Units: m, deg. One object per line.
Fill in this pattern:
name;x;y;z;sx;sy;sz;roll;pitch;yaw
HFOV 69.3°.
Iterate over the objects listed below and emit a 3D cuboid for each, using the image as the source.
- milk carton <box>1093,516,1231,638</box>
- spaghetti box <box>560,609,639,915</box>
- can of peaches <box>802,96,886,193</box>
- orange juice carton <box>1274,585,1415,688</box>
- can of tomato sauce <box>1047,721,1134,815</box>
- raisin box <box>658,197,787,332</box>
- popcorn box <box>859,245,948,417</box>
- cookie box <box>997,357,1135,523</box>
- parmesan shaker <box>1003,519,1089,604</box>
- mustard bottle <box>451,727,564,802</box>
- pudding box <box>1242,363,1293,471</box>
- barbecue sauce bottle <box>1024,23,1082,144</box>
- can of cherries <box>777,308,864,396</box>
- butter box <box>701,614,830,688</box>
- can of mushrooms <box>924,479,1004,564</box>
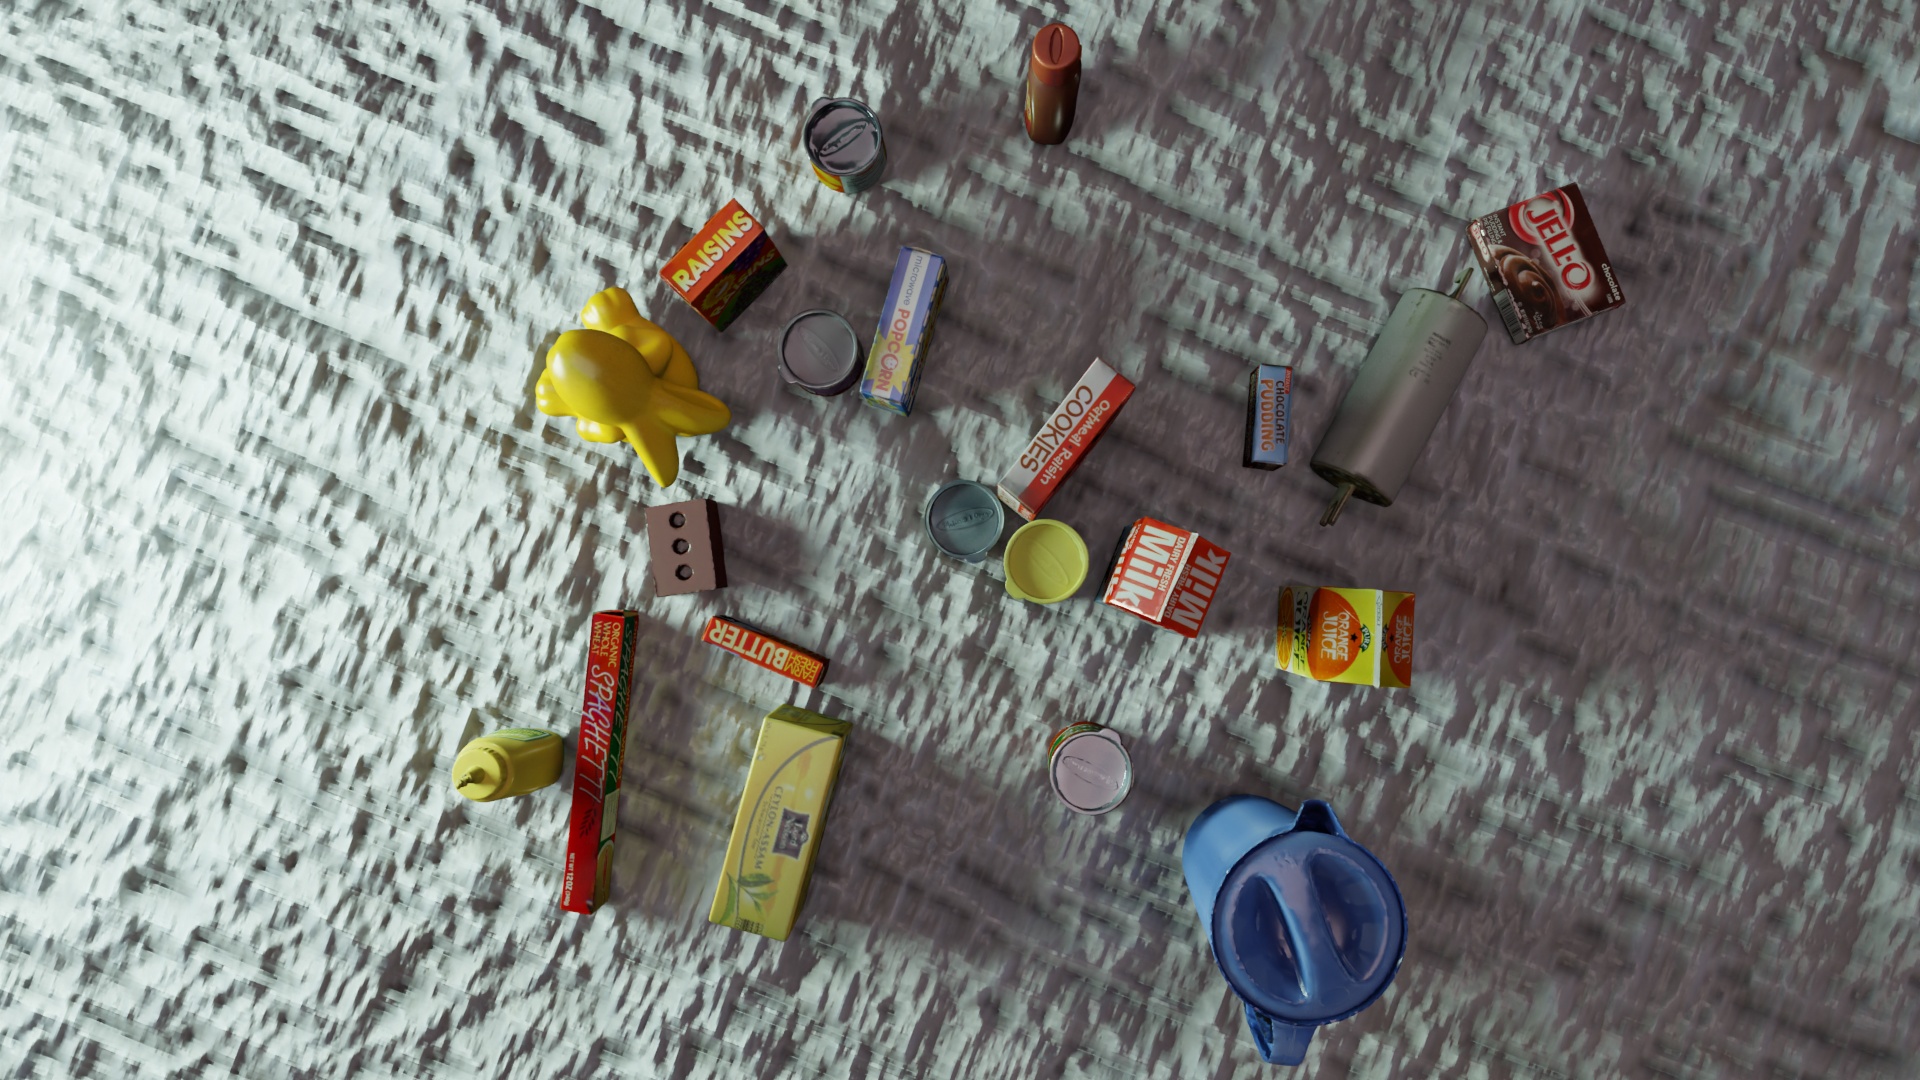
milk carton;0.157;0.030;1.085;0.073;0.190;0.072;23;89;2
spaghetti box;-0.300;0.181;1.158;0.029;0.050;0.250;6;88;1
can of peaches;-0.098;-0.334;1.171;0.071;0.058;0.071;0;88;1
orange juice carton;0.300;0.073;1.080;0.073;0.192;0.072;4;88;1
can of tomato sauce;0.105;0.182;1.134;0.071;0.083;0.071;0;88;1
raisin box;-0.192;-0.223;1.136;0.086;0.123;0.040;-45;88;0
popcorn box;-0.045;-0.171;1.150;0.038;0.085;0.126;16;88;2
cookie box;0.081;-0.074;1.102;0.040;0.167;0.123;38;89;2
parmesan shaker;0.066;0.019;1.131;0.071;0.103;0.071;0;88;1
mustard bottle;-0.365;0.179;1.105;0.065;0.160;0.049;3;88;1
pudding box;0.257;-0.102;1.159;0.030;0.049;0.083;5;88;1
barbecue sauce bottle;0.075;-0.372;1.124;0.044;0.148;0.065;5;88;1
can of cherries;-0.118;-0.155;1.164;0.071;0.058;0.071;0;88;1
butter box;-0.161;0.092;1.158;0.103;0.053;0.024;23;89;2
can of mushrooms;0.004;-0.015;1.169;0.071;0.033;0.071;0;88;1
